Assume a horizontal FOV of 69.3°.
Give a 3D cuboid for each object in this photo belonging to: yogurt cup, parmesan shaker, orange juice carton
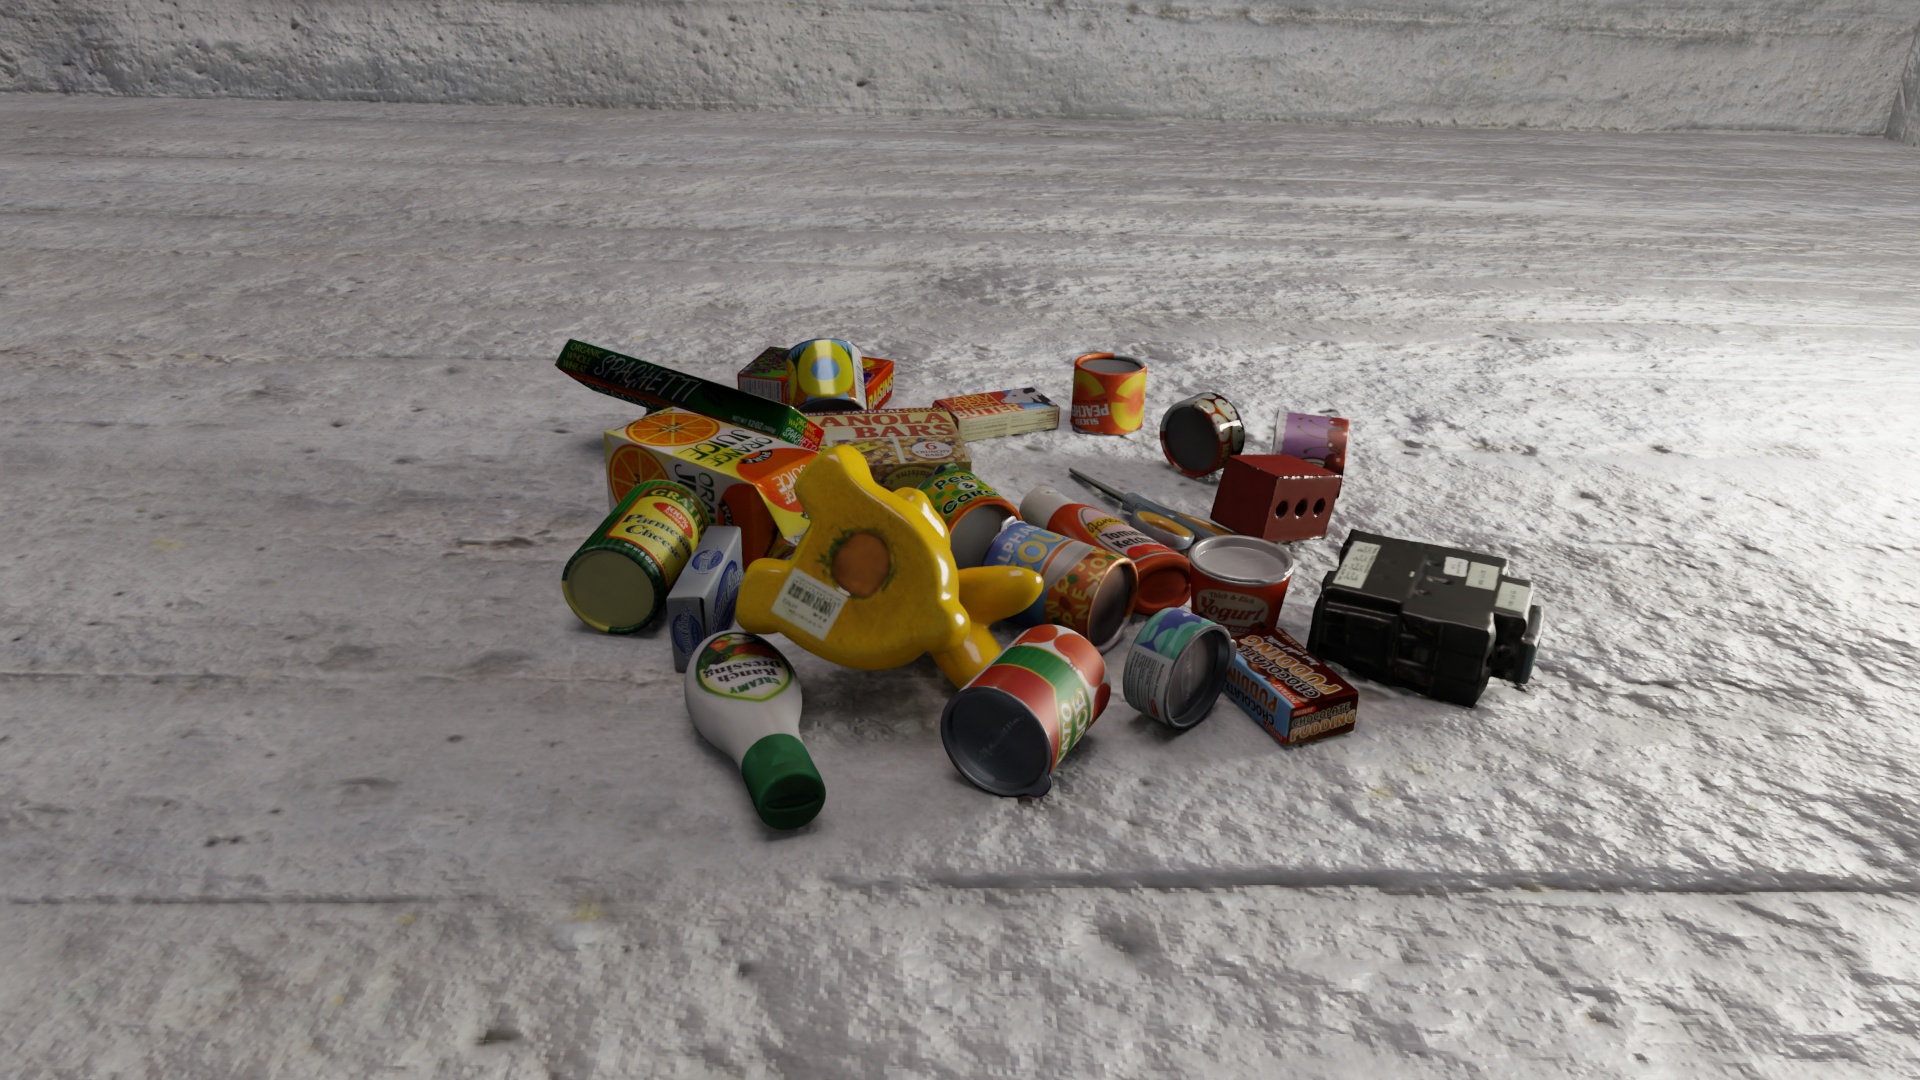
[{"bbox_3d":[0.182,0.034,0.912,0.072,0.053,0.073,2,25,-1],"label":"yogurt cup"},{"bbox_3d":[-0.211,0.012,0.923,0.071,0.071,0.103,5,26,7],"label":"parmesan shaker"},{"bbox_3d":[-0.166,-0.034,1.010,0.193,0.072,0.072,19,30,31],"label":"orange juice carton"}]

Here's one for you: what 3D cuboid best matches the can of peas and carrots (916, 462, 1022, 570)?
[{"bbox_3d":[0.003,-0.012,0.977,0.071,0.070,0.059,-11,29,-25],"label":"can of peas and carrots"}]

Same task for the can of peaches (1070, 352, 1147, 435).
[{"bbox_3d":[0.132,-0.132,1.250,0.071,0.057,0.071,2,25,-1],"label":"can of peaches"}]

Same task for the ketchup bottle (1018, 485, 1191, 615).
[{"bbox_3d":[0.096,0.004,0.981,0.065,0.043,0.149,-3,24,-34],"label":"ketchup bottle"}]

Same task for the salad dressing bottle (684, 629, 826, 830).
[{"bbox_3d":[-0.111,0.102,0.763,0.064,0.043,0.148,-5,27,-22],"label":"salad dressing bottle"}]

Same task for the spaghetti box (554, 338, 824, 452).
[{"bbox_3d":[-0.219,-0.114,1.101,0.250,0.029,0.050,19,-9,30],"label":"spaghetti box"}]

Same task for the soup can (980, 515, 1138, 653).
[{"bbox_3d":[0.063,0.028,0.897,0.084,0.071,0.072,19,30,31],"label":"soup can"}]

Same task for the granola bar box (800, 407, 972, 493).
[{"bbox_3d":[-0.082,-0.069,1.126,0.166,0.039,0.124,-3,26,-11],"label":"granola bar box"}]

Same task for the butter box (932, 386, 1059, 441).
[{"bbox_3d":[0.031,-0.113,1.243,0.104,0.024,0.053,-10,29,-23],"label":"butter box"}]

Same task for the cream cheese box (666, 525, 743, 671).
[{"bbox_3d":[-0.161,0.036,0.887,0.024,0.053,0.104,1,26,4],"label":"cream cheese box"}]

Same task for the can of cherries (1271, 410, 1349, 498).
[{"bbox_3d":[0.280,-0.067,1.119,0.058,0.071,0.072,8,26,12],"label":"can of cherries"}]

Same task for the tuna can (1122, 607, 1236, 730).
[{"bbox_3d":[0.128,0.073,0.812,0.033,0.070,0.071,23,33,38],"label":"tuna can"}]

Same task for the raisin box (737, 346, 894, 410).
[{"bbox_3d":[-0.132,-0.144,1.280,0.123,0.040,0.086,8,25,11],"label":"raisin box"}]

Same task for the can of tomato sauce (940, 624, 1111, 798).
[{"bbox_3d":[0.039,0.093,0.767,0.071,0.071,0.083,14,28,25],"label":"can of tomato sauce"}]

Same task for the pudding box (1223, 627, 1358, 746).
[{"bbox_3d":[0.192,0.087,0.830,0.050,0.030,0.084,-9,28,-20],"label":"pudding box"}]

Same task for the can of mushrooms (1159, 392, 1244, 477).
[{"bbox_3d":[0.201,-0.085,1.151,0.033,0.070,0.071,-21,34,-40],"label":"can of mushrooms"}]

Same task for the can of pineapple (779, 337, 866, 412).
[{"bbox_3d":[-0.117,-0.133,1.191,0.071,0.070,0.058,-3,68,-10],"label":"can of pineapple"}]

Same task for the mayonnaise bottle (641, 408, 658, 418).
[{"bbox_3d":[-0.239,-0.093,1.162,0.065,0.041,0.149,2,25,-3],"label":"mayonnaise bottle"}]
